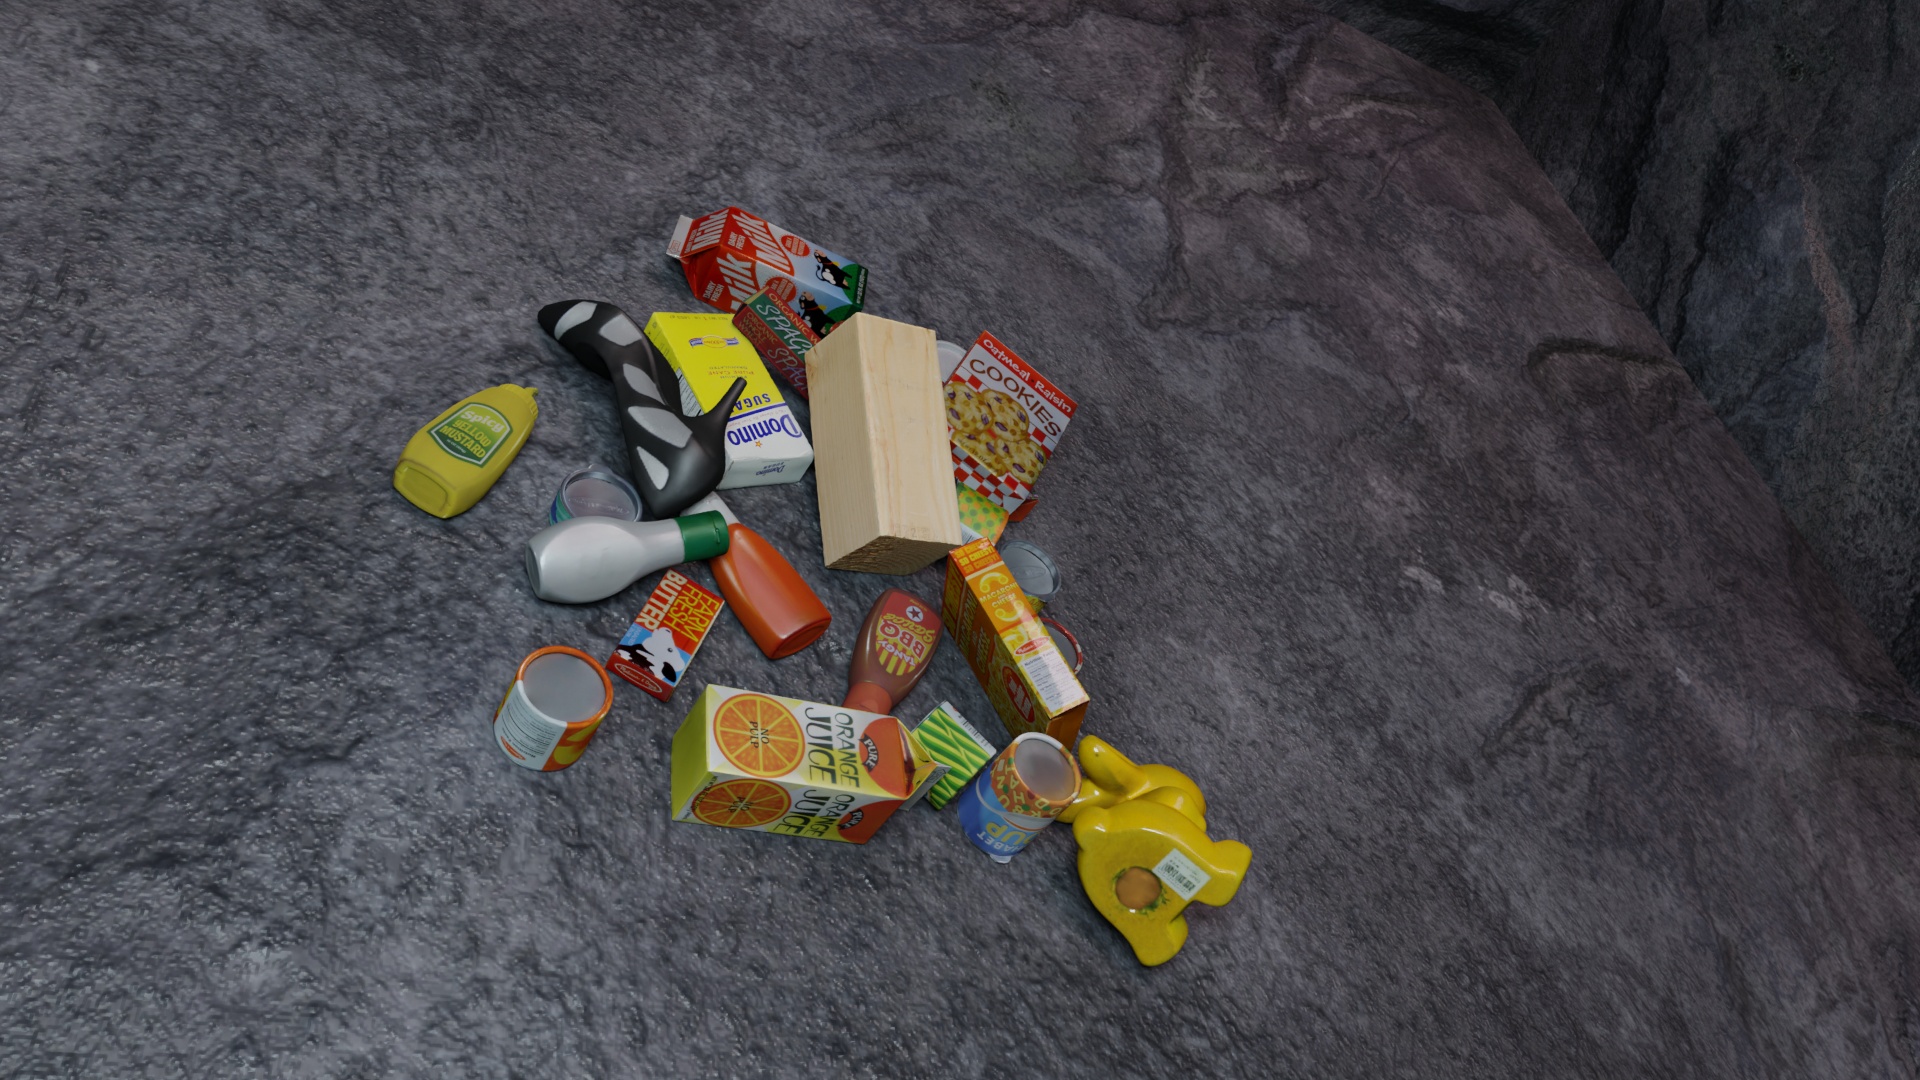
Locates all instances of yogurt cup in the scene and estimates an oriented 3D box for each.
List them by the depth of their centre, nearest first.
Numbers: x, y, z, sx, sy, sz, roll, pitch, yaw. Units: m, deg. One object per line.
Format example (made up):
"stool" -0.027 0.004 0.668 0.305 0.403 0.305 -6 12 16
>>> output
"yogurt cup" -0.019 -0.163 1.422 0.072 0.053 0.073 21 41 -20

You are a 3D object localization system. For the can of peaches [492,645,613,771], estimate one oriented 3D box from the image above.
"can of peaches" -0.276 0.112 0.945 0.071 0.057 0.071 21 42 -20

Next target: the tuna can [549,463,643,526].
"tuna can" -0.287 -0.024 1.093 0.071 0.032 0.071 21 41 -20

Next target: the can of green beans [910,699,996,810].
"can of green beans" -0.014 0.168 1.085 0.058 0.071 0.071 44 39 7

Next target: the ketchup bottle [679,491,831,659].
"ketchup bottle" -0.171 0.025 1.125 0.065 0.043 0.149 -23 67 -46

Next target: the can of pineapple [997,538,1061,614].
"can of pineapple" 0.049 0.043 1.265 0.071 0.057 0.071 21 41 -20

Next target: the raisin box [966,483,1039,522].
"raisin box" 0.014 -0.078 1.374 0.086 0.040 0.124 1 50 -36

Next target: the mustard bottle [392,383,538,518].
"mustard bottle" -0.370 -0.082 1.074 0.065 0.048 0.161 34 39 -7

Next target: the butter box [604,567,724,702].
"butter box" -0.223 0.071 1.055 0.053 0.024 0.104 32 39 -9

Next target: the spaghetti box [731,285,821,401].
"spaghetti box" -0.112 -0.134 1.304 0.250 0.028 0.050 46 37 -8

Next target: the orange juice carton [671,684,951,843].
"orange juice carton" -0.106 0.168 1.009 0.193 0.071 0.073 14 45 -27

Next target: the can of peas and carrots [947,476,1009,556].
"can of peas and carrots" 0.005 -0.016 1.282 0.059 0.070 0.071 32 39 -8

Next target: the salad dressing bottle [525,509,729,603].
"salad dressing bottle" -0.250 0.008 1.052 0.148 0.044 0.064 -12 99 -29

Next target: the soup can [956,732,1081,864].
"soup can" 0.047 0.201 1.084 0.071 0.083 0.072 21 42 -20

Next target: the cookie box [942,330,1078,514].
"cookie box" 0.033 -0.115 1.350 0.123 0.040 0.168 38 44 -7

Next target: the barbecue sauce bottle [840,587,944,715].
"barbecue sauce bottle" -0.062 0.104 1.130 0.065 0.043 0.149 33 39 -7

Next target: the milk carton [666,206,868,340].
"milk carton" -0.194 -0.262 1.371 0.190 0.073 0.073 23 41 -17

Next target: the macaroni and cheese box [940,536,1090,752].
"macaroni and cheese box" 0.042 0.096 1.155 0.040 0.123 0.167 -23 64 -17

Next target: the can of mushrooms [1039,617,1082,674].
"can of mushrooms" 0.074 0.102 1.245 0.071 0.033 0.071 20 42 -19

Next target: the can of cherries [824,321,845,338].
"can of cherries" -0.110 -0.170 1.356 0.071 0.058 0.072 22 41 -20
